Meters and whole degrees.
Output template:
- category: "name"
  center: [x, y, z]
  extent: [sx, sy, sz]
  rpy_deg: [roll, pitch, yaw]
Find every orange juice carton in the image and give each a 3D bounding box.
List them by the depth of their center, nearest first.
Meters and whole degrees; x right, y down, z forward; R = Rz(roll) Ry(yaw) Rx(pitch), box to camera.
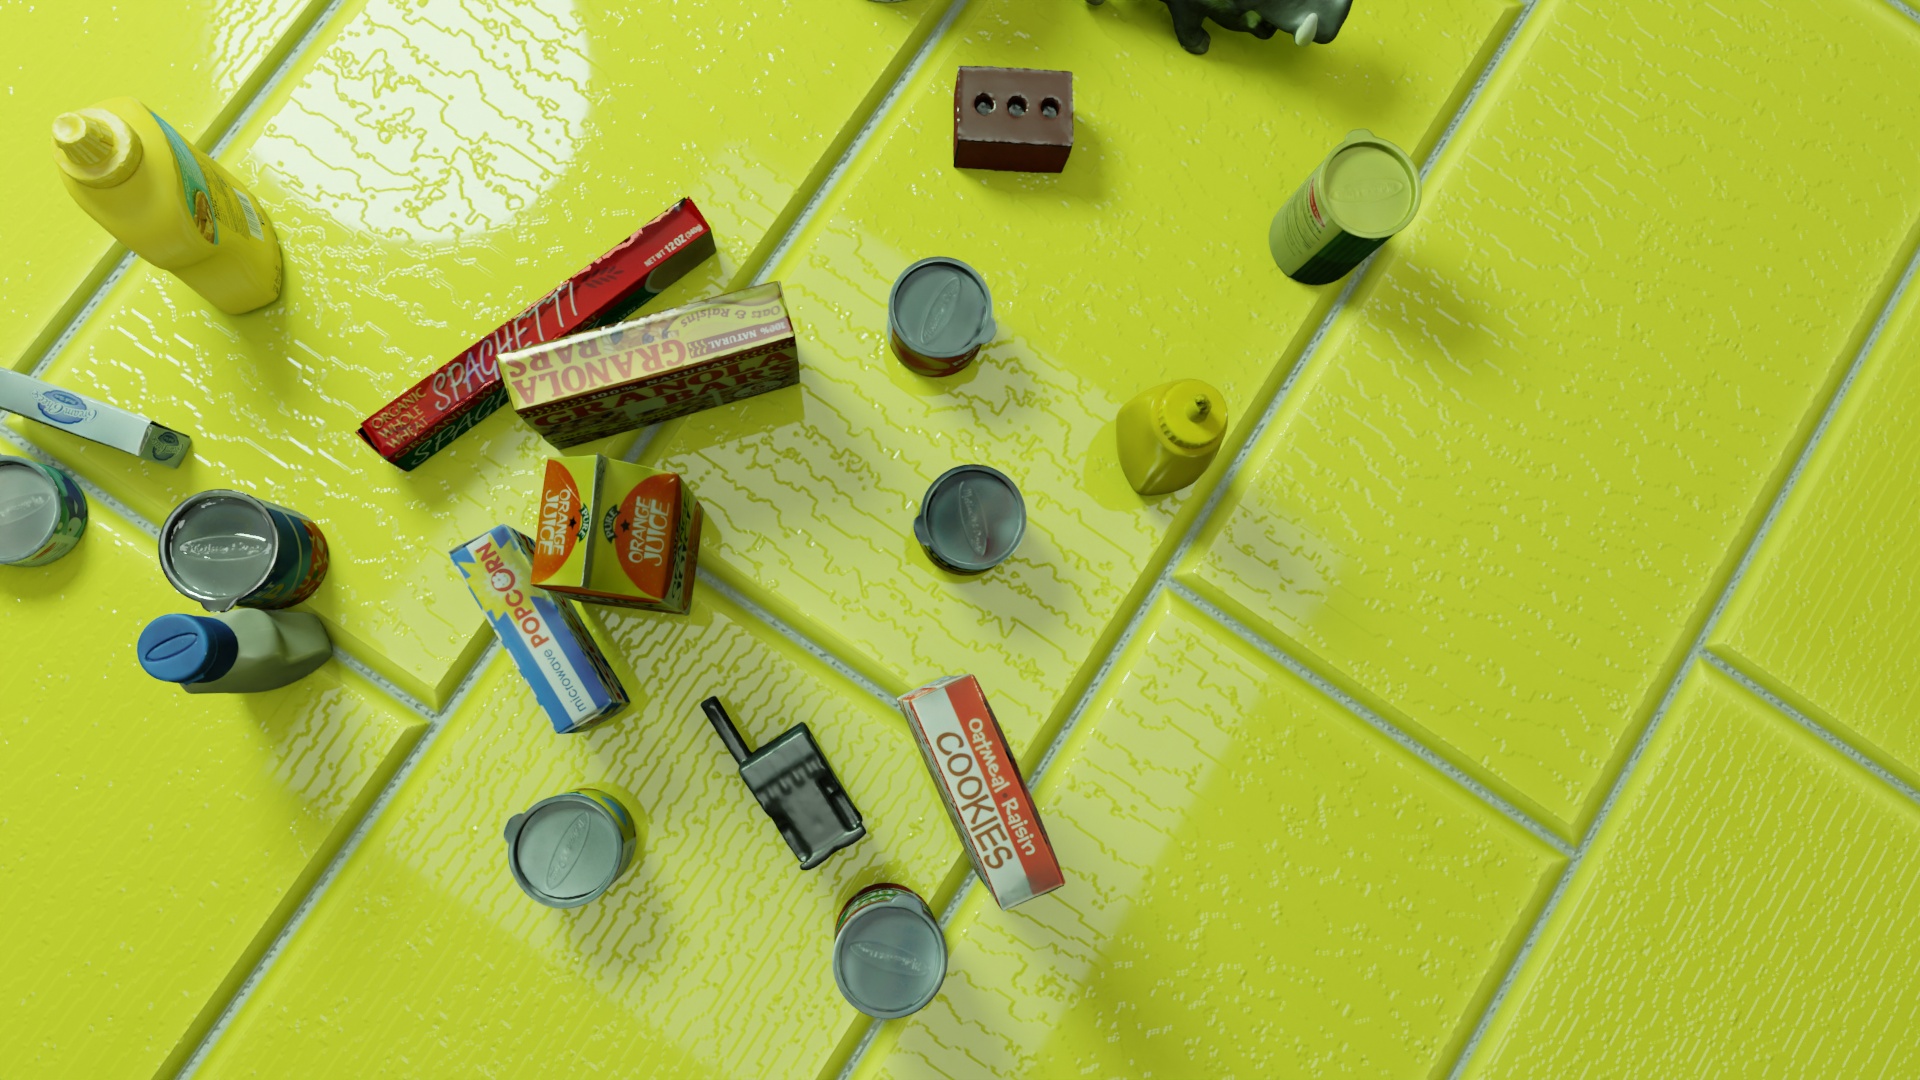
- category: "orange juice carton"
  center: [-0.196, 0.000, 0.798]
  extent: [0.073, 0.192, 0.072]
  rpy_deg: [7, 83, -4]

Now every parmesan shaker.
- category: "parmesan shaker"
  center: [0.249, -0.216, 0.911]
  extent: [0.071, 0.103, 0.071]
  rpy_deg: [1, 84, -5]

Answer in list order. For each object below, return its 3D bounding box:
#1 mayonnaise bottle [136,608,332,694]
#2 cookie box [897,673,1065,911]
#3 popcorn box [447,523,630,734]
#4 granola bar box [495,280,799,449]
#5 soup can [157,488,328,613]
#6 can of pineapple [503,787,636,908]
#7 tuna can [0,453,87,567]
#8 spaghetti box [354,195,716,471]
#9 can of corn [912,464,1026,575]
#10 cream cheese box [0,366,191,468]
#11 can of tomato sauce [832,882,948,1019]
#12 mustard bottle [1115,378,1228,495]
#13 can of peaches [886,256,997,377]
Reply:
- category: "mayonnaise bottle"
  center: [-0.415, 0.063, 0.793]
  extent: [0.065, 0.148, 0.041]
  rpy_deg: [-25, 87, -7]
- category: "cookie box"
  center: [0.008, 0.141, 0.813]
  extent: [0.040, 0.167, 0.123]
  rpy_deg: [-24, 86, -7]
- category: "popcorn box"
  center: [-0.252, 0.055, 0.840]
  extent: [0.038, 0.085, 0.126]
  rpy_deg: [-32, 87, -8]
- category: "granola bar box"
  center: [-0.182, -0.103, 0.846]
  extent: [0.166, 0.124, 0.039]
  rpy_deg: [-16, 85, -7]
- category: "soup can"
  center: [-0.426, 0.010, 0.831]
  extent: [0.071, 0.083, 0.071]
  rpy_deg: [1, 83, -5]
- category: "can of pineapple"
  center: [-0.235, 0.183, 0.840]
  extent: [0.071, 0.058, 0.071]
  rpy_deg: [1, 83, -5]
- category: "tuna can"
  center: [-0.575, -0.019, 0.846]
  extent: [0.071, 0.033, 0.071]
  rpy_deg: [1, 83, -5]
- category: "spaghetti box"
  center: [-0.263, -0.130, 0.880]
  extent: [0.250, 0.050, 0.028]
  rpy_deg: [-38, 88, -8]
- category: "can of corn"
  center: [0.003, -0.011, 0.886]
  extent: [0.071, 0.058, 0.071]
  rpy_deg: [1, 83, -5]
- category: "cream cheese box"
  center: [-0.533, -0.075, 0.846]
  extent: [0.104, 0.053, 0.024]
  rpy_deg: [20, 82, -3]
- category: "can of tomato sauce"
  center: [-0.044, 0.243, 0.838]
  extent: [0.071, 0.083, 0.071]
  rpy_deg: [1, 83, -5]
- category: "mustard bottle"
  center: [0.133, -0.068, 0.853]
  extent: [0.049, 0.160, 0.065]
  rpy_deg: [-14, 85, -6]
- category: "can of peaches"
  center: [-0.013, -0.142, 0.900]
  extent: [0.071, 0.058, 0.071]
  rpy_deg: [1, 83, -5]
